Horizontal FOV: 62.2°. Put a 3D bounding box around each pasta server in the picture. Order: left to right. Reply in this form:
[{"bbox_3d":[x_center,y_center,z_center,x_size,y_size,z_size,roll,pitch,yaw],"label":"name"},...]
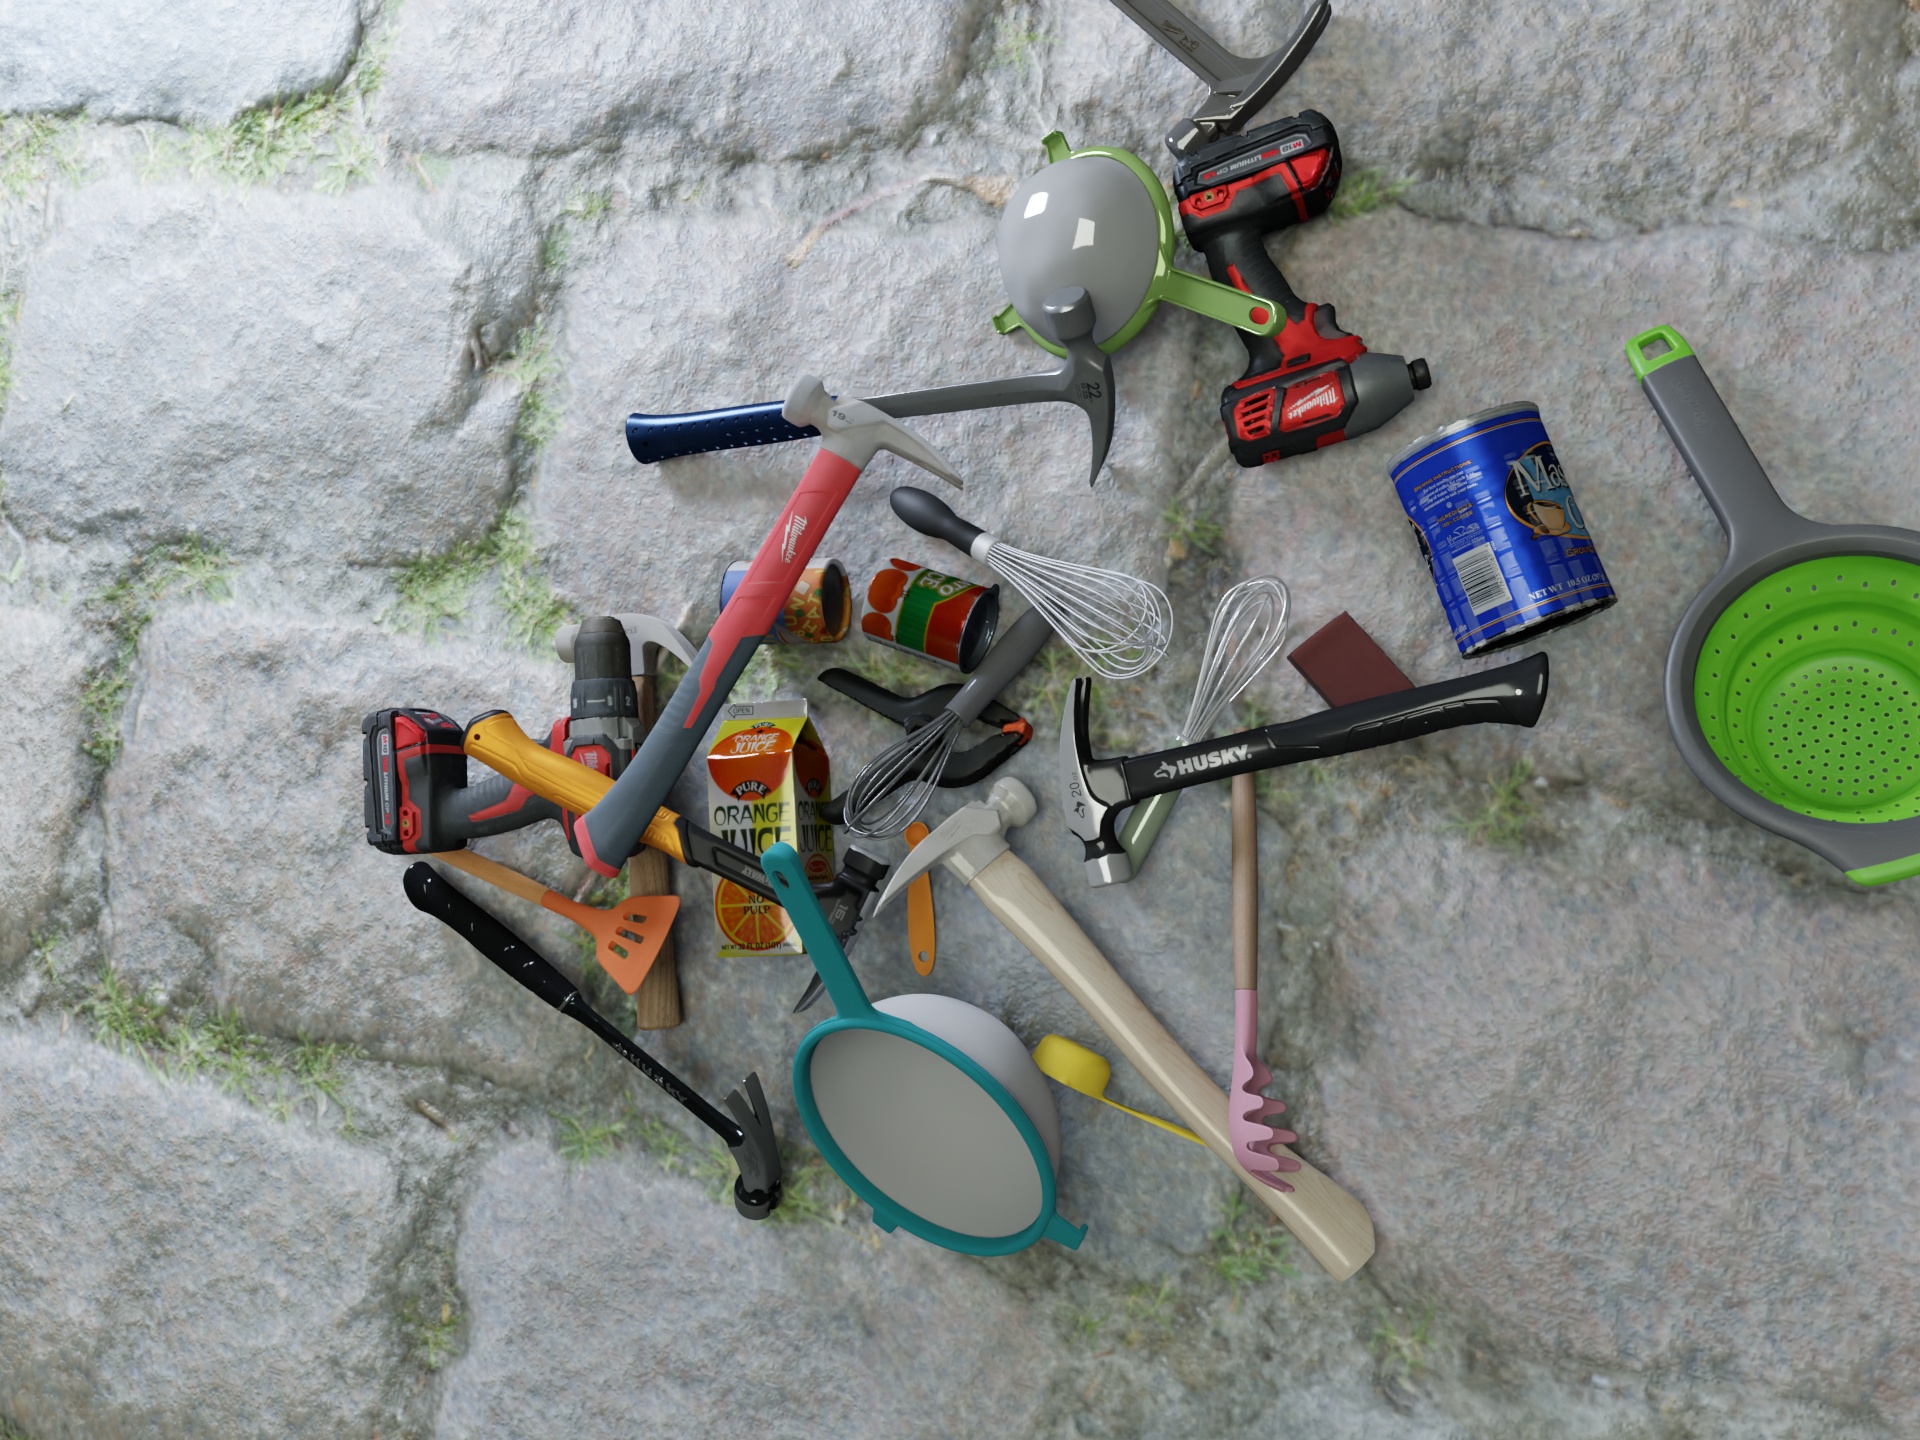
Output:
[{"bbox_3d":[0.202,0.157,1.086,0.040,0.060,0.316,-6,72,26],"label":"pasta server"}]

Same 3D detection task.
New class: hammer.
[{"bbox_3d":[-0.296,0.228,1.244,0.409,0.036,0.149,32,140,23],"label":"hammer"},{"bbox_3d":[-0.249,0.078,1.268,0.130,0.031,0.331,-7,85,18],"label":"hammer"},{"bbox_3d":[-0.224,0.086,1.167,0.337,0.034,0.127,26,89,11],"label":"hammer"},{"bbox_3d":[-0.148,-0.053,1.143,0.143,0.038,0.386,30,85,3],"label":"hammer"},{"bbox_3d":[-0.075,-0.229,1.204,0.405,0.035,0.143,-2,130,25],"label":"hammer"},{"bbox_3d":[0.102,-0.579,1.191,0.149,0.036,0.359,-46,75,10],"label":"hammer"},{"bbox_3d":[0.120,0.226,1.103,0.146,0.038,0.411,-37,77,-28],"label":"hammer"},{"bbox_3d":[0.222,0.008,1.063,0.335,0.035,0.146,-15,87,24],"label":"hammer"}]

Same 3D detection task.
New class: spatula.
[{"bbox_3d":[-0.353,0.131,1.274,0.323,0.041,0.081,19,75,27],"label":"spatula"}]

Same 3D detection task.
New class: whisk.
[{"bbox_3d":[-0.002,-0.004,1.149,0.055,0.055,0.239,36,74,17],"label":"whisk"},{"bbox_3d":[0.041,-0.108,1.140,0.285,0.070,0.070,34,98,37],"label":"whisk"},{"bbox_3d":[0.167,0.008,1.131,0.058,0.059,0.246,40,106,53],"label":"whisk"}]

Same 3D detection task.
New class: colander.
[{"bbox_3d":[0.521,-0.079,1.004,0.204,0.094,0.397,-24,62,16],"label":"colander"}]

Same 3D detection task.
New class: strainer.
[{"bbox_3d":[-0.034,0.213,1.105,0.211,0.095,0.340,-11,112,40],"label":"strainer"},{"bbox_3d":[0.109,-0.313,1.101,0.257,0.069,0.151,33,116,38],"label":"strainer"}]

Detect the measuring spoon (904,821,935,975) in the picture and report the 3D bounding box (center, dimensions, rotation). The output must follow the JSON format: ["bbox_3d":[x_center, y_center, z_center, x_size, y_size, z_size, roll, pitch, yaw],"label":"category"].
[{"bbox_3d":[-0.029,0.135,1.205,0.021,0.011,0.117,-3,89,18],"label":"measuring spoon"}]

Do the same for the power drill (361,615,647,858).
[{"bbox_3d":[-0.351,0.019,1.252,0.227,0.080,0.188,-4,86,16],"label":"power drill"}]

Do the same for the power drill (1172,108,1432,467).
[{"bbox_3d":[0.236,-0.298,1.110,0.143,0.078,0.220,-14,85,17],"label":"power drill"}]

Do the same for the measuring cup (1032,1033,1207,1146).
[{"bbox_3d":[0.125,0.264,1.128,0.156,0.062,0.029,23,84,8],"label":"measuring cup"}]
